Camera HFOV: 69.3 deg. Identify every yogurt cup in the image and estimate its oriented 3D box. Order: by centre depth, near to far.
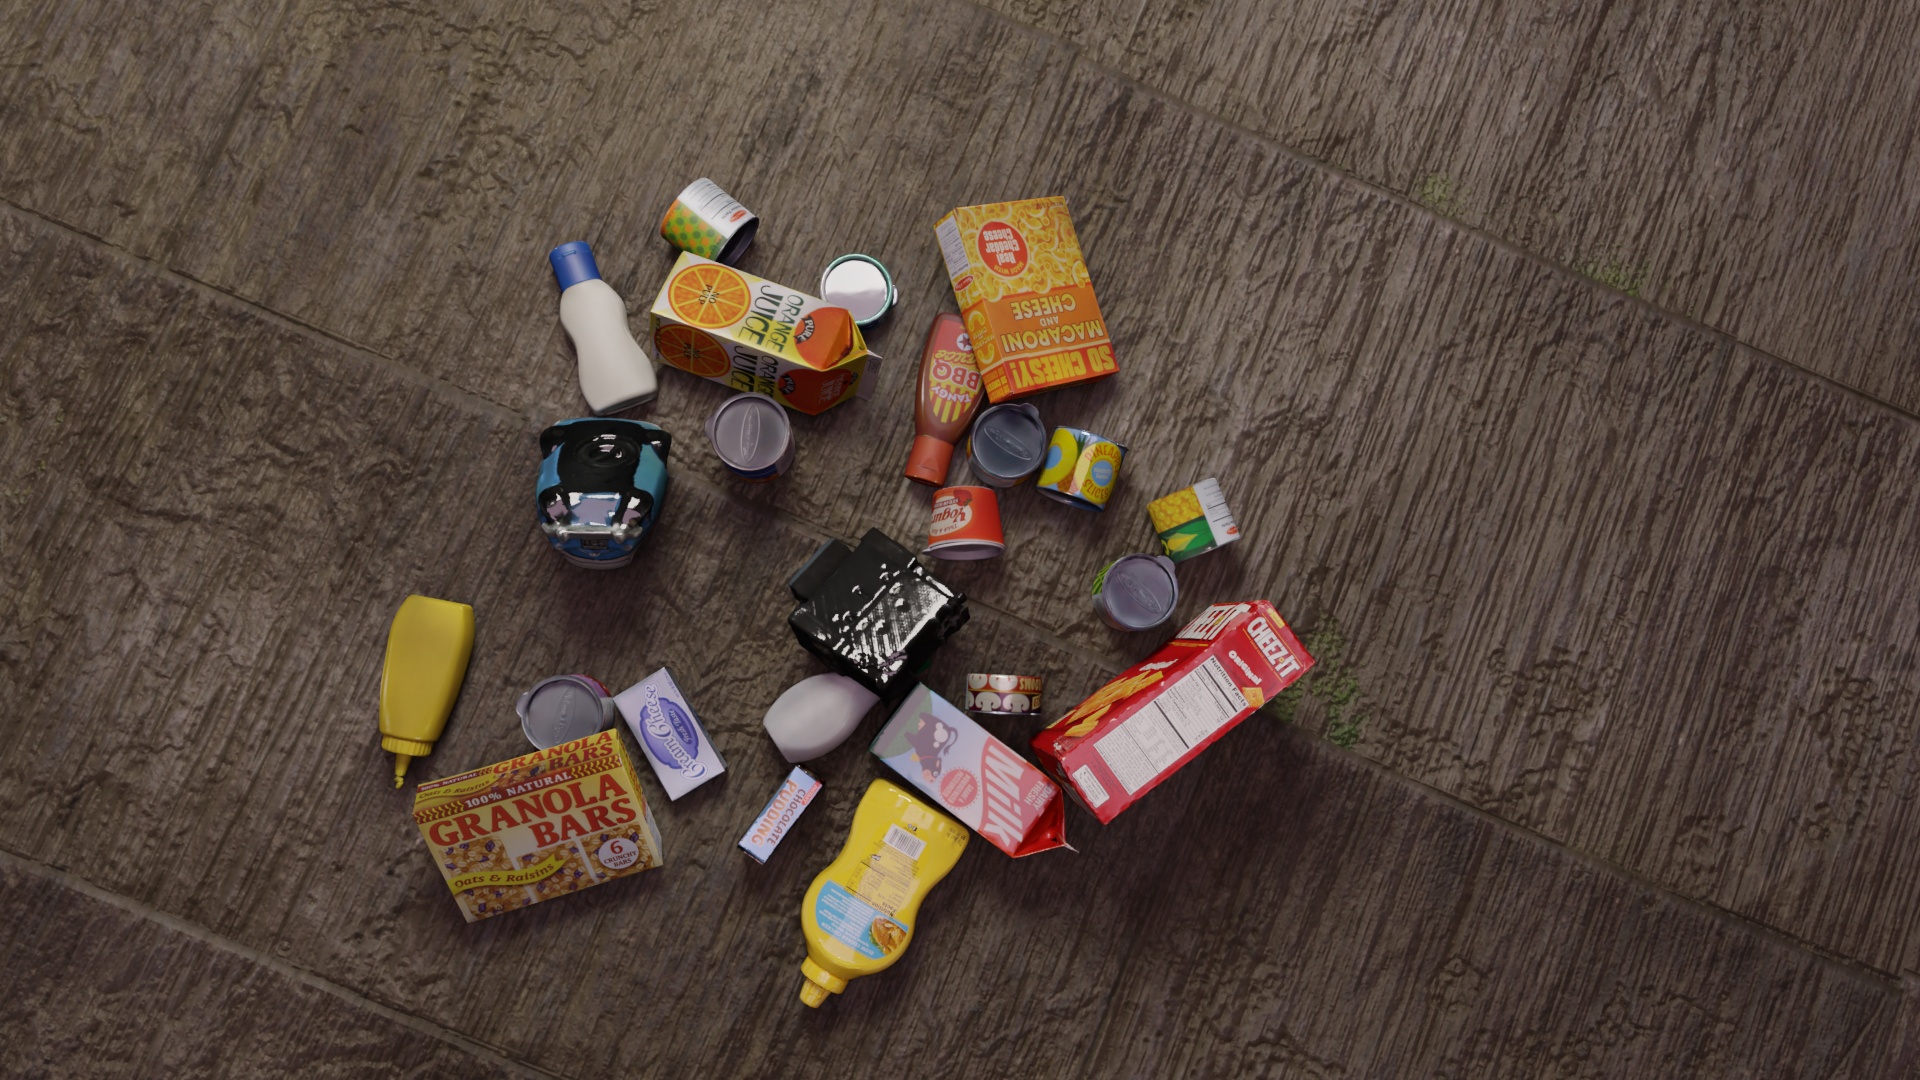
[{"bbox_3d":[0.004,-0.015,1.203,0.072,0.072,0.054,-1,77,-4],"label":"yogurt cup"}]

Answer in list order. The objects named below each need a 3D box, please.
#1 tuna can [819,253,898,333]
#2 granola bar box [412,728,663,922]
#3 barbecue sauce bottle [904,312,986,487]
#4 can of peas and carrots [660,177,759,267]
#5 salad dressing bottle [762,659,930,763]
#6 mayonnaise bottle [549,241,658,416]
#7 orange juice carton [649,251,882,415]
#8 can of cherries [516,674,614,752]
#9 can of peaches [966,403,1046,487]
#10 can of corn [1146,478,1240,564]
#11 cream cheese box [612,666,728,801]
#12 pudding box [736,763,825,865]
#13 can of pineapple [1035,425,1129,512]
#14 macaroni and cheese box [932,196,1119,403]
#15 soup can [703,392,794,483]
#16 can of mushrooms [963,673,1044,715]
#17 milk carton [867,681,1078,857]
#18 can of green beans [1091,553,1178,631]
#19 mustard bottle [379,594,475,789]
[{"bbox_3d":[-0.090,-0.219,1.231,0.071,0.033,0.071,0,85,-4],"label":"tuna can"},{"bbox_3d":[-0.342,0.233,1.136,0.166,0.039,0.123,-16,120,-5],"label":"granola bar box"},{"bbox_3d":[-0.012,-0.122,1.222,0.065,0.043,0.148,17,84,-7],"label":"barbecue sauce bottle"},{"bbox_3d":[-0.220,-0.271,1.212,0.059,0.071,0.071,38,83,0],"label":"can of peas and carrots"},{"bbox_3d":[-0.096,0.132,1.190,0.148,0.043,0.064,-33,65,-9],"label":"salad dressing bottle"},{"bbox_3d":[-0.315,-0.186,1.208,0.065,0.041,0.148,-21,85,-9],"label":"mayonnaise bottle"},{"bbox_3d":[-0.162,-0.170,1.191,0.193,0.071,0.073,19,60,-2],"label":"orange juice carton"},{"bbox_3d":[-0.330,0.144,1.165,0.071,0.058,0.071,0,86,-4],"label":"can of cherries"},{"bbox_3d":[0.041,-0.084,1.215,0.071,0.058,0.071,0,84,-4],"label":"can of peaches"},{"bbox_3d":[0.201,-0.015,1.217,0.071,0.071,0.058,-21,86,-6],"label":"can of corn"},{"bbox_3d":[-0.248,0.165,1.186,0.053,0.024,0.104,-31,87,-5],"label":"cream cheese box"},{"bbox_3d":[-0.151,0.230,1.174,0.030,0.049,0.084,37,82,2],"label":"pudding box"},{"bbox_3d":[0.106,-0.062,1.212,0.071,0.071,0.058,19,85,-2],"label":"can of pineapple"},{"bbox_3d":[0.059,-0.211,1.214,0.124,0.040,0.166,-15,86,-33],"label":"macaroni and cheese box"},{"bbox_3d":[-0.179,-0.087,1.186,0.071,0.083,0.071,0,84,-4],"label":"soup can"},{"bbox_3d":[0.039,0.132,1.188,0.071,0.071,0.033,4,83,-4],"label":"can of mushrooms"},{"bbox_3d":[0.018,0.204,1.177,0.190,0.072,0.073,37,83,0],"label":"milk carton"},{"bbox_3d":[0.151,0.046,1.210,0.071,0.058,0.071,0,85,-4],"label":"can of green beans"},{"bbox_3d":[-0.454,0.127,1.163,0.065,0.049,0.160,13,84,-3],"label":"mustard bottle"}]
